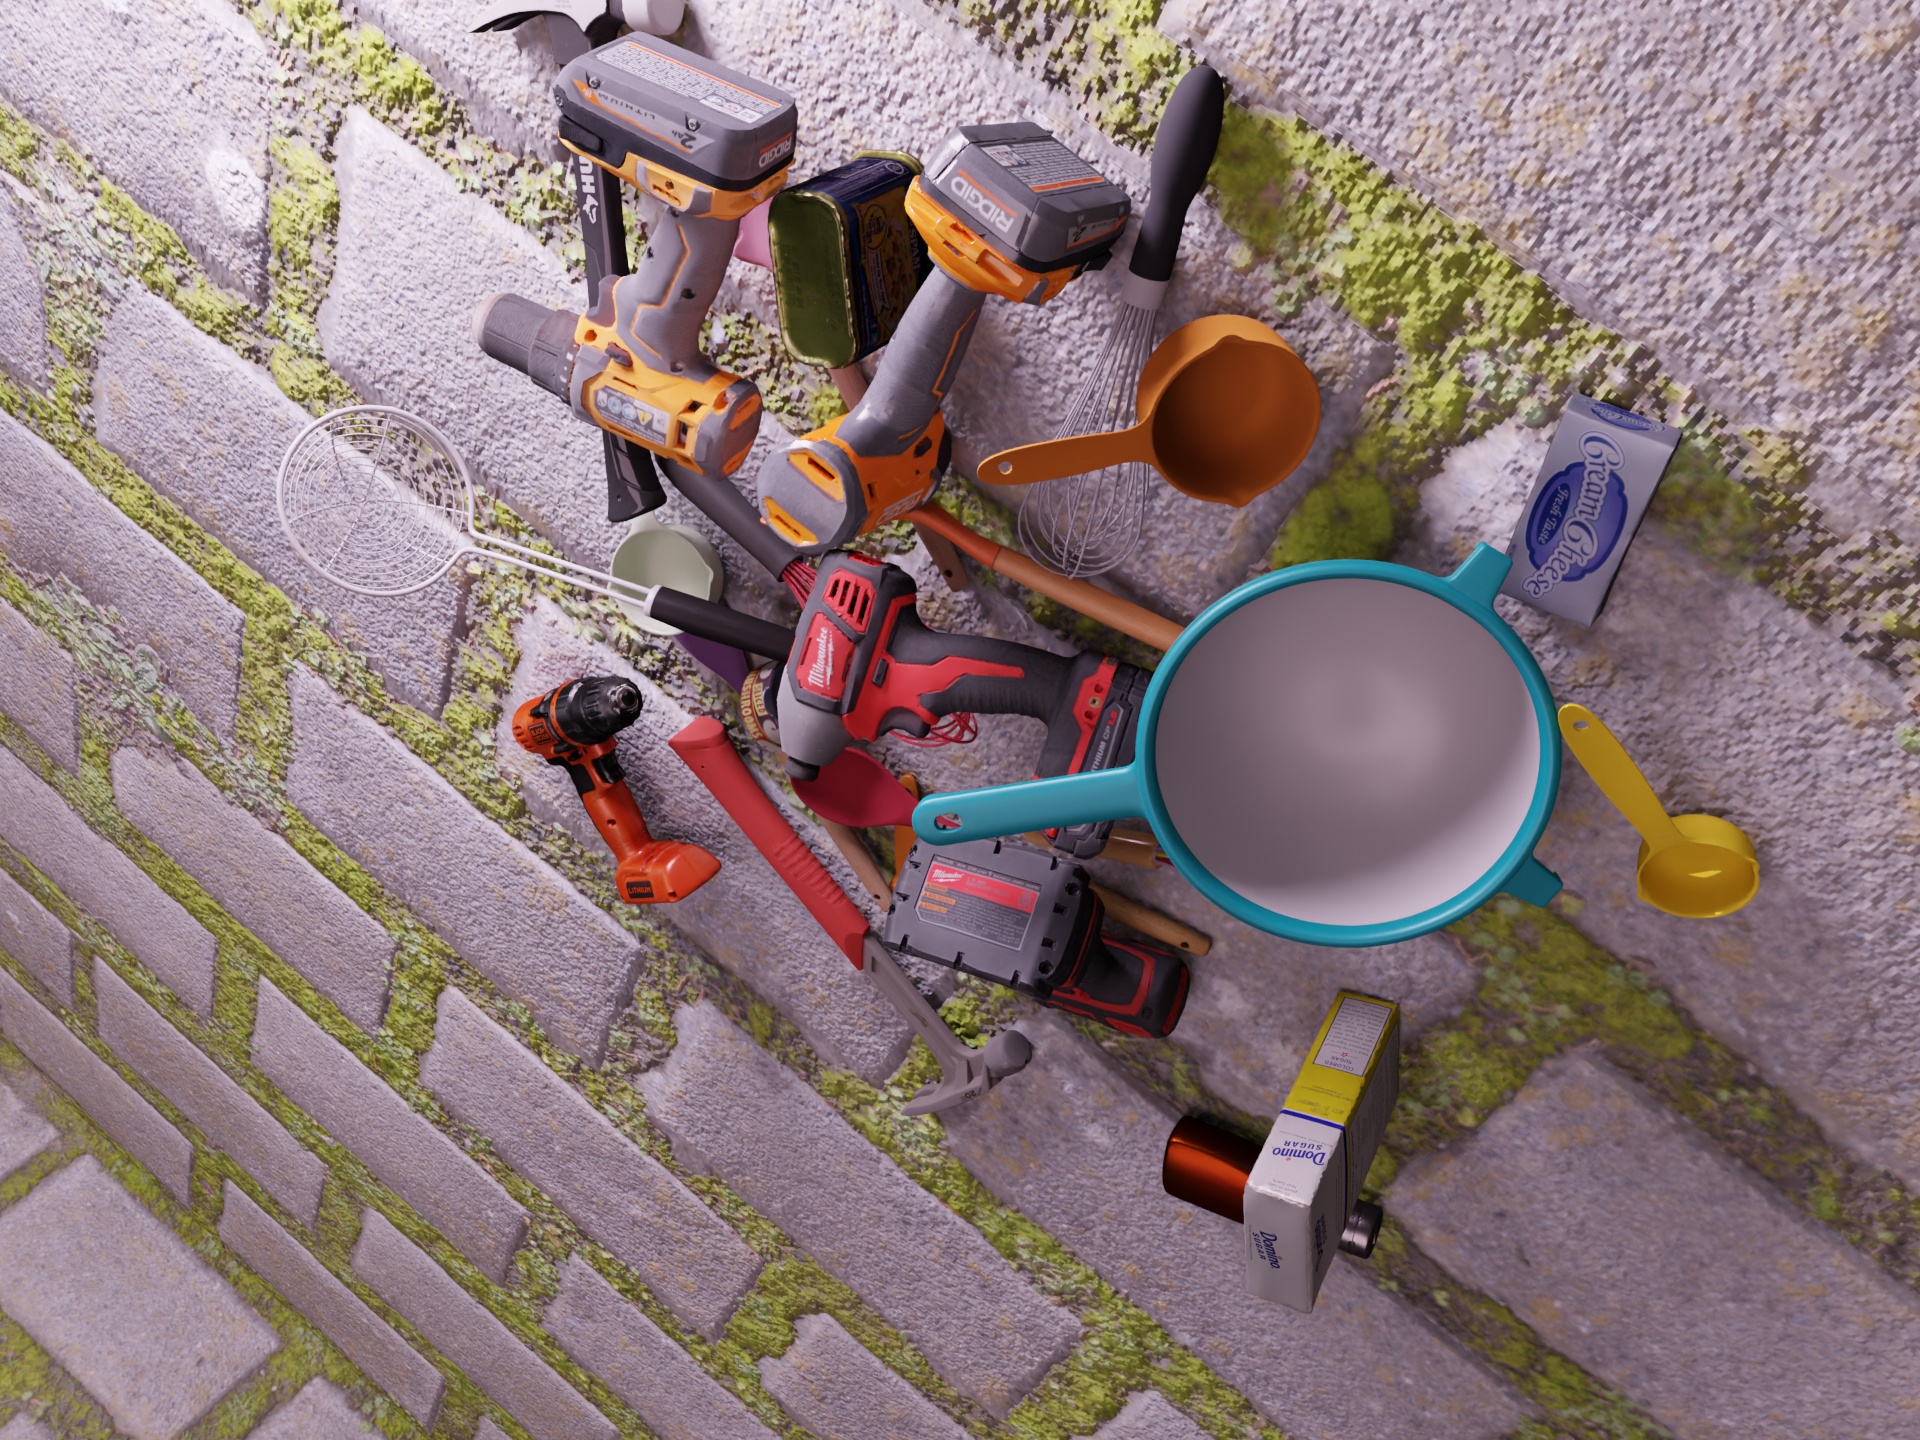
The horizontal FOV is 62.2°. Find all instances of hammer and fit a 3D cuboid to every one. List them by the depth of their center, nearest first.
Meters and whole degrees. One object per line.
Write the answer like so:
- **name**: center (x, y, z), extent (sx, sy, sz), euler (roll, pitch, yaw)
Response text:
- **hammer**: center (-0.225, -0.284, 0.993), extent (0.146, 0.035, 0.334), euler (15, 120, 28)
- **hammer**: center (-0.102, 0.149, 1.219), extent (0.359, 0.037, 0.149), euler (51, 135, -5)

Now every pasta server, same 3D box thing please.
- **pasta server**: center (-0.076, -0.213, 0.954), extent (0.060, 0.040, 0.316), euler (-20, 108, 32)

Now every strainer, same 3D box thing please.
- **strainer**: center (0.143, 0.018, 0.866), extent (0.340, 0.095, 0.211), euler (-10, 107, 17)

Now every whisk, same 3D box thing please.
- **whisk**: center (0.087, -0.197, 0.835), extent (0.070, 0.070, 0.284), euler (27, 127, 19)
- **whisk**: center (0.142, 0.086, 0.994), extent (0.245, 0.047, 0.051), euler (9, 125, 35)
- **whisk**: center (-0.098, -0.086, 1.043), extent (0.296, 0.073, 0.073), euler (44, 135, 10)

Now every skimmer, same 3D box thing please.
- **skimmer**: center (-0.266, -0.105, 1.054), extent (0.363, 0.127, 0.090), euler (19, 170, 6)

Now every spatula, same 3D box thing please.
- **spatula**: center (0.041, -0.078, 0.934), extent (0.322, 0.081, 0.041), euler (26, 119, 7)
- **spatula**: center (-0.137, 0.007, 1.155), extent (0.060, 0.018, 0.316), euler (-29, 97, 38)

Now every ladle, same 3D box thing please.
- **ladle**: center (0.025, 0.090, 1.087), extent (0.315, 0.031, 0.069), euler (23, 129, 17)

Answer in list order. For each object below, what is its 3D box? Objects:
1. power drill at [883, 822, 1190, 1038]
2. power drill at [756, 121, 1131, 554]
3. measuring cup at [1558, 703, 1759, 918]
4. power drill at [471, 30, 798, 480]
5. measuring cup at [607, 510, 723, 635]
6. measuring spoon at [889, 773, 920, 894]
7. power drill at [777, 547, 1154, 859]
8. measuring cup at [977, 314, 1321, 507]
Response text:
- **power drill**: center (0.033, 0.138, 1.020), extent (0.188, 0.080, 0.226), euler (14, 166, 28)
- **power drill**: center (-0.007, -0.199, 0.848), extent (0.084, 0.164, 0.226), euler (40, 122, 7)
- **measuring cup**: center (0.346, 0.039, 0.799), extent (0.062, 0.029, 0.156), euler (-27, 115, 39)
- **power drill**: center (-0.192, -0.266, 0.909), extent (0.185, 0.084, 0.226), euler (25, 132, 8)
- **measuring cup**: center (-0.211, -0.143, 1.100), extent (0.083, 0.038, 0.167), euler (-8, 103, 19)
- **measuring spoon**: center (-0.042, 0.087, 1.149), extent (0.021, 0.011, 0.116), euler (23, 130, 22)
- **power drill**: center (-0.002, -0.003, 0.951), extent (0.219, 0.078, 0.143), euler (21, 100, 7)
- **measuring cup**: center (0.091, -0.153, 0.808), extent (0.173, 0.052, 0.095), euler (-11, 126, 2)
